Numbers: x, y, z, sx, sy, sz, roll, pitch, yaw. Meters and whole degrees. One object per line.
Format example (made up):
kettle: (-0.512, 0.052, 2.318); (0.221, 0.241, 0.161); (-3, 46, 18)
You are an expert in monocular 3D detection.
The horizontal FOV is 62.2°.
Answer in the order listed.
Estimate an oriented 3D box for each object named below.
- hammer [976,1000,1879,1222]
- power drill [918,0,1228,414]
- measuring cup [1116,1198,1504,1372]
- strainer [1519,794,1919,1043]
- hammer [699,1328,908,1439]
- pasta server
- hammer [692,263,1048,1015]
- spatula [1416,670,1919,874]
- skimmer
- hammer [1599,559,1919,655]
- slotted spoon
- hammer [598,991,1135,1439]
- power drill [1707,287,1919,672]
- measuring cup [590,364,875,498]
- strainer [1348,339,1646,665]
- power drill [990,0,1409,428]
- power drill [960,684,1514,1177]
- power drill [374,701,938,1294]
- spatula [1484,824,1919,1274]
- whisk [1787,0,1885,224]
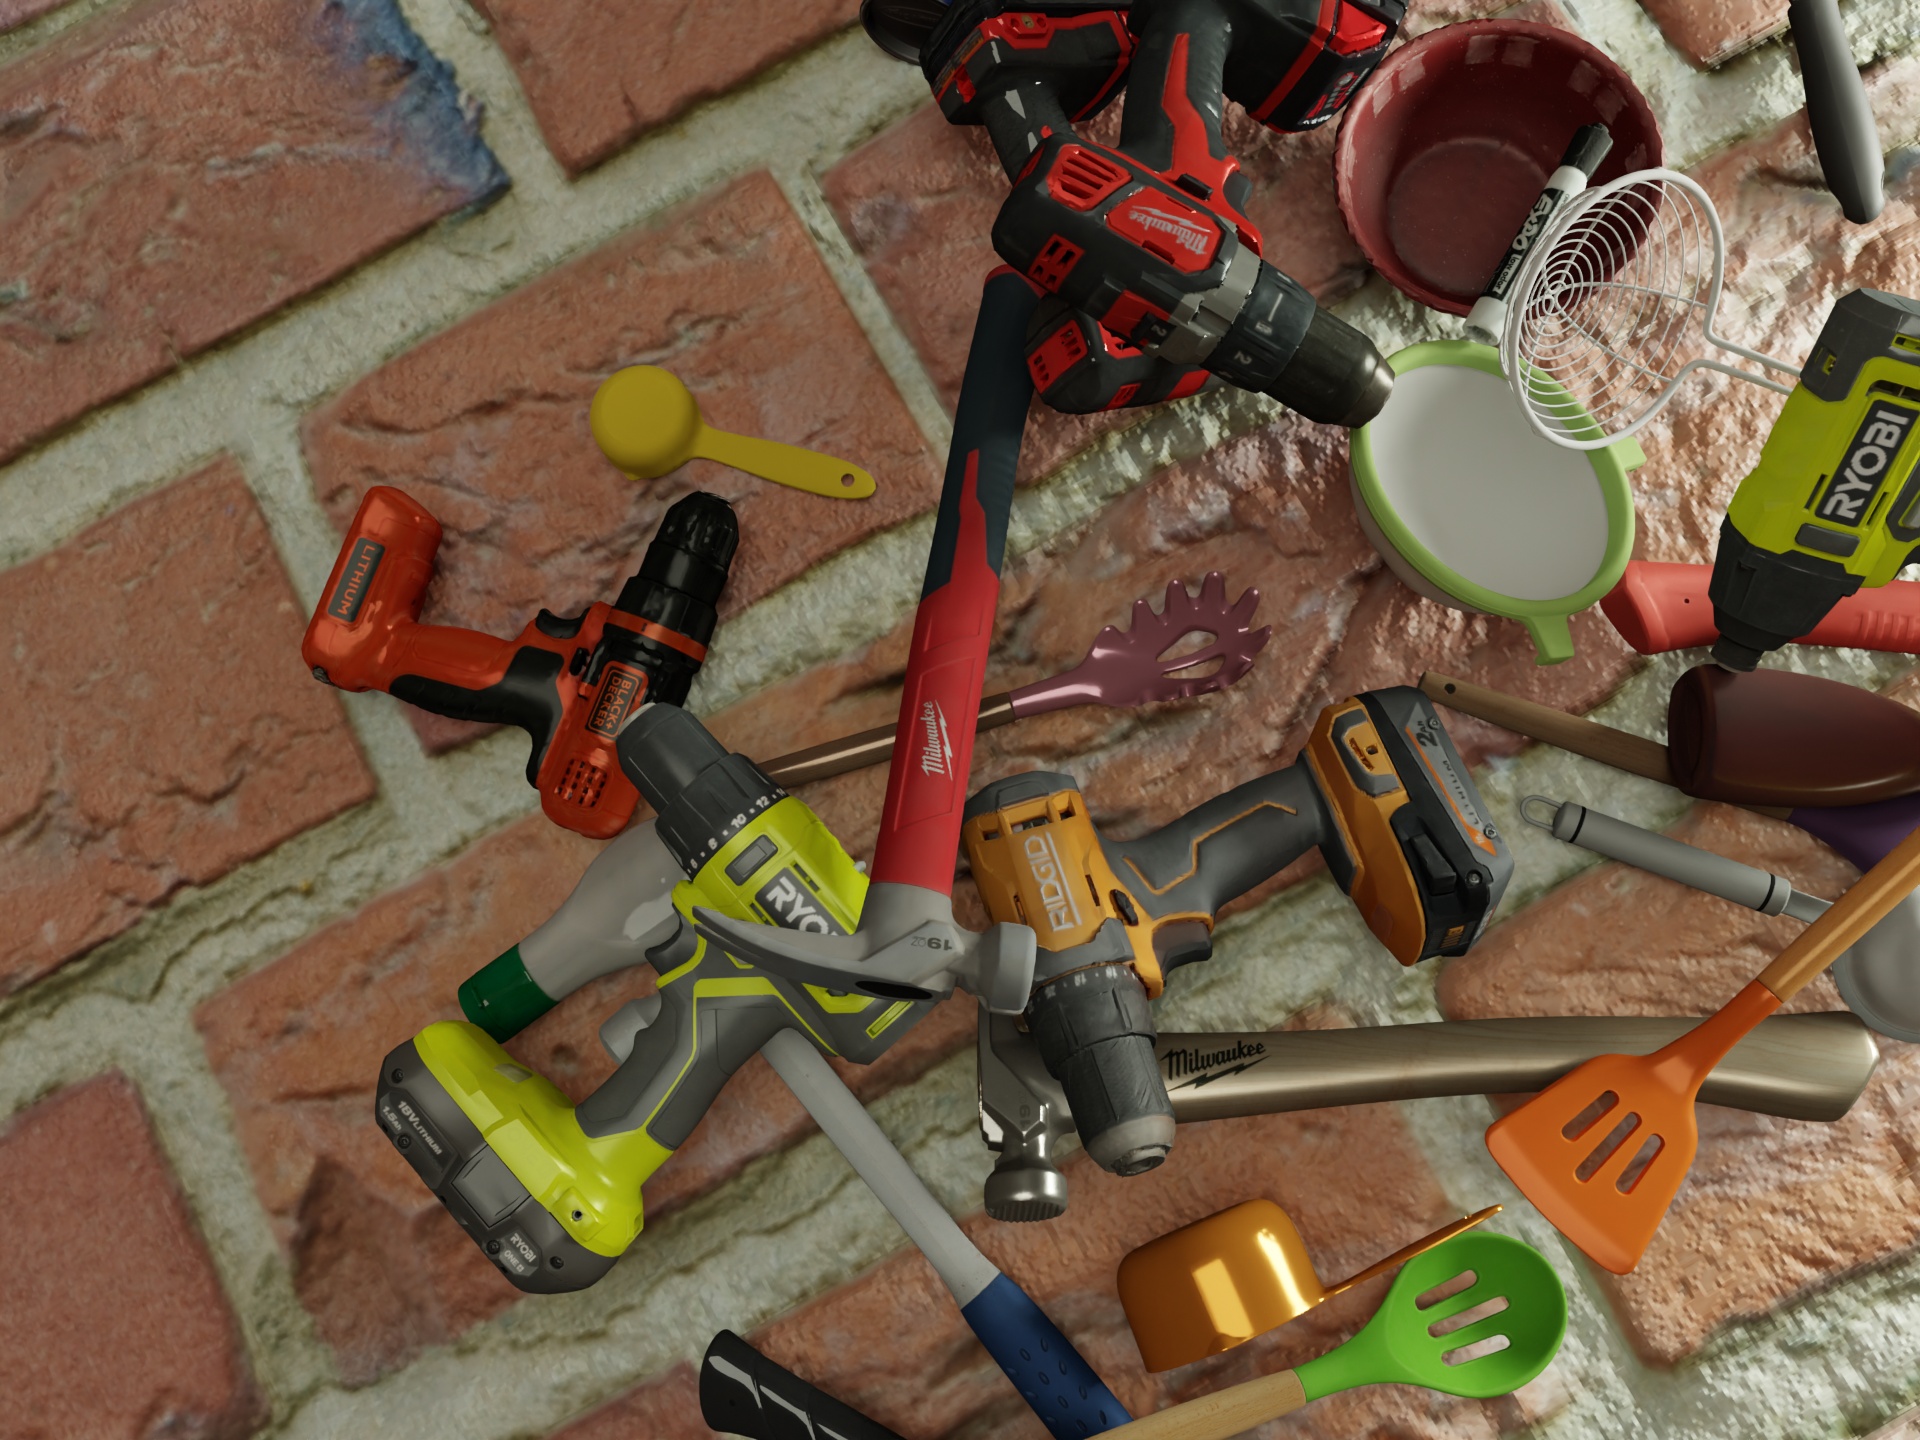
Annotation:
hammer: (0.212, 0.150, 0.742); (0.410, 0.038, 0.146); (-2, 59, -1)
power drill: (0.075, -0.263, 0.798); (0.143, 0.078, 0.220); (-15, 82, -31)
measuring cup: (0.150, 0.231, 0.708); (0.173, 0.095, 0.052); (-29, 72, 10)
strainer: (0.391, 0.087, 0.750); (0.258, 0.050, 0.087); (21, 97, 11)
hammer: (0.061, 0.382, 0.697); (0.409, 0.036, 0.149); (25, 105, 15)
pasta server: (-0.001, -0.003, 0.793); (0.316, 0.040, 0.060); (-16, 68, 2)
hammer: (-0.016, -0.061, 0.741); (0.143, 0.038, 0.387); (10, 63, -2)
spatula: (0.376, 0.031, 0.769); (0.316, 0.018, 0.060); (19, 79, 6)
skimmer: (0.421, -0.138, 0.720); (0.363, 0.090, 0.127); (22, 107, 5)
hammer: (0.497, -0.056, 0.766); (0.359, 0.036, 0.149); (6, 81, 5)
slotted spoon: (0.125, 0.300, 0.702); (0.313, 0.031, 0.070); (-14, 62, -13)
hammer: (0.007, 0.256, 0.749); (0.144, 0.035, 0.405); (-40, 80, -3)
power drill: (0.455, -0.074, 0.691); (0.223, 0.080, 0.171); (16, 119, 3)
measuring cup: (-0.120, -0.145, 0.828); (0.156, 0.029, 0.062); (16, 82, 8)
strainer: (0.197, -0.132, 0.767); (0.256, 0.069, 0.151); (32, 60, -1)
power drill: (0.133, -0.250, 0.723); (0.188, 0.080, 0.227); (28, 65, -9)
power drill: (0.127, 0.090, 0.715); (0.226, 0.084, 0.186); (-15, 58, -4)
power drill: (-0.145, 0.123, 0.722); (0.228, 0.080, 0.190); (-43, 85, -3)
spatula: (0.368, 0.101, 0.683); (0.322, 0.041, 0.081); (-46, 74, 8)
whisk: (0.440, -0.370, 0.819); (0.055, 0.055, 0.239); (-11, 83, 2)
